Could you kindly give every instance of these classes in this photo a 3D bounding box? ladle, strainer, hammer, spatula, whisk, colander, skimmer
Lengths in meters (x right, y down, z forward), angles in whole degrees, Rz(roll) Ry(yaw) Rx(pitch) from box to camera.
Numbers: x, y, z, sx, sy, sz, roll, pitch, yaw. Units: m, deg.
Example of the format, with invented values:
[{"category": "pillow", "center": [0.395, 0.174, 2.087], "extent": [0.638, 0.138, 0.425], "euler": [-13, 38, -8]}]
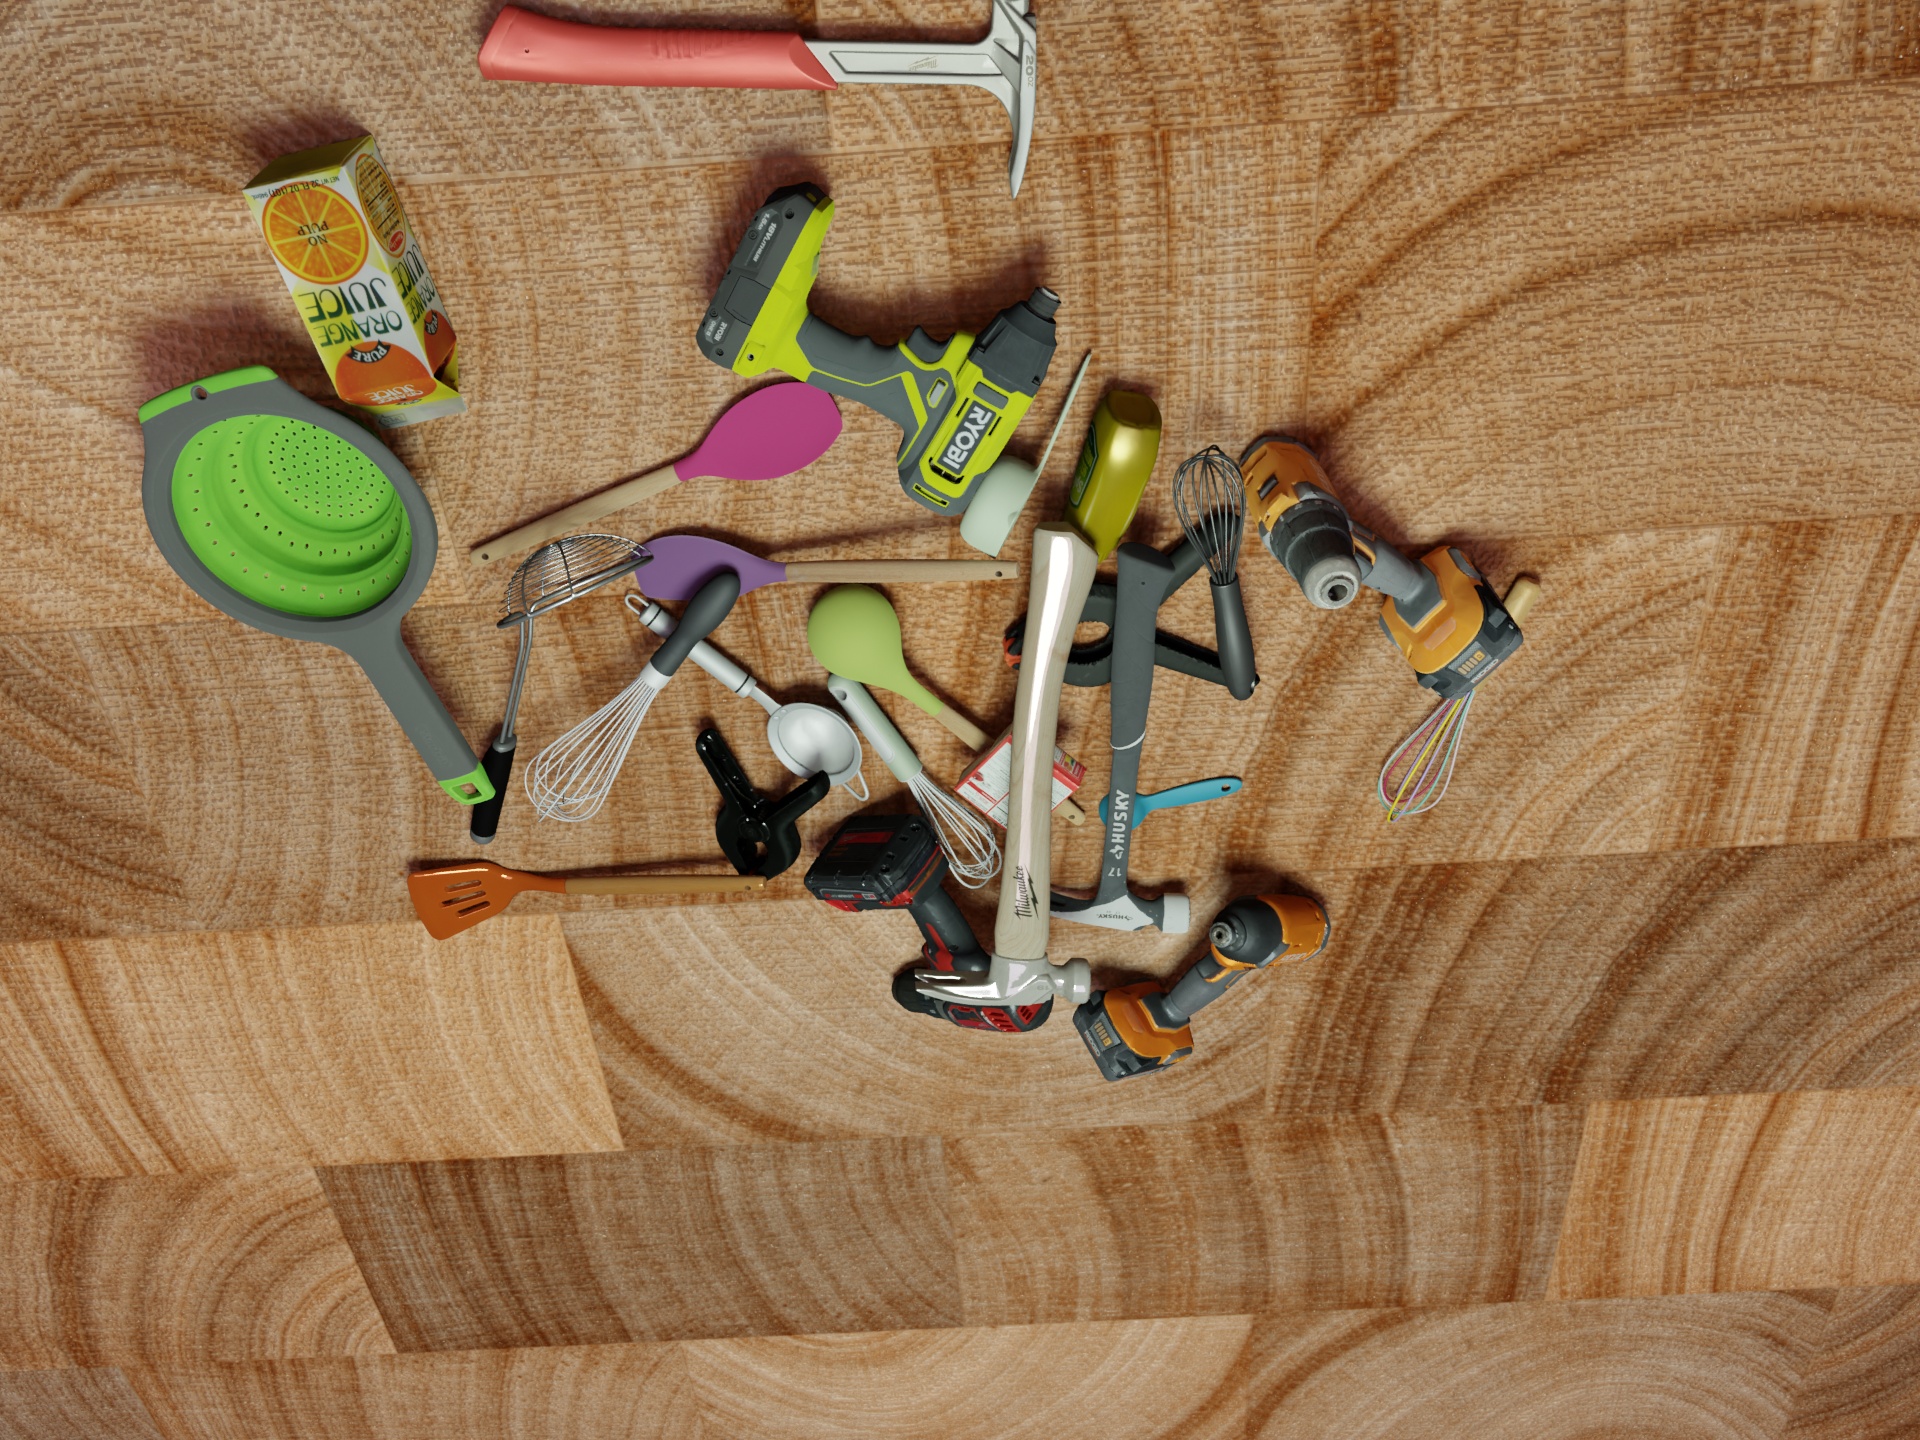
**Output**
[{"category": "ladle", "center": [-0.002, -0.004, 1.335], "extent": [0.078, 0.062, 0.319], "euler": [-36, 124, 25]}, {"category": "strainer", "center": [-0.170, -0.026, 1.313], "extent": [0.258, 0.050, 0.087], "euler": [38, 132, -17]}, {"category": "hammer", "center": [-0.130, -0.422, 1.040], "extent": [0.359, 0.037, 0.149], "euler": [0, 125, -1]}, {"category": "spatula", "center": [-0.331, 0.154, 1.422], "extent": [0.322, 0.041, 0.081], "euler": [-2, 125, 11]}, {"category": "hammer", "center": [0.132, 0.028, 1.318], "extent": [0.149, 0.036, 0.408], "euler": [2, 130, 3]}, {"category": "whisk", "center": [-0.039, 0.051, 1.364], "extent": [0.058, 0.059, 0.246], "euler": [-12, 125, 42]}, {"category": "whisk", "center": [-0.263, -0.015, 1.280], "extent": [0.070, 0.070, 0.284], "euler": [33, 115, -21]}, {"category": "hammer", "center": [0.047, 0.045, 1.254], "extent": [0.146, 0.038, 0.410], "euler": [2, 113, -6]}, {"category": "whisk", "center": [0.415, -0.014, 1.329], "extent": [0.047, 0.051, 0.244], "euler": [5, 123, -29]}, {"category": "colander", "center": [-0.457, -0.105, 1.224], "extent": [0.204, 0.095, 0.396], "euler": [-15, 126, 11]}, {"category": "skimmer", "center": [-0.339, -0.009, 1.291], "extent": [0.090, 0.127, 0.363], "euler": [36, 129, 13]}, {"category": "whisk", "center": [0.202, -0.106, 1.219], "extent": [0.055, 0.055, 0.238], "euler": [-12, 129, 8]}, {"category": "spatula", "center": [-0.109, -0.117, 1.225], "extent": [0.316, 0.018, 0.059], "euler": [2, 127, 16]}]

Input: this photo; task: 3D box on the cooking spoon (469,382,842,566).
[{"category": "cooking spoon", "center": [-0.239, -0.181, 1.217], "extent": [0.319, 0.017, 0.068], "euler": [-20, 122, 13]}]

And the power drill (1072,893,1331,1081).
[{"category": "power drill", "center": [0.211, 0.235, 1.433], "extent": [0.226, 0.084, 0.164], "euler": [-43, 153, 25]}]

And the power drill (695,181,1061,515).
[{"category": "power drill", "center": [-0.053, -0.267, 1.102], "extent": [0.223, 0.080, 0.171], "euler": [29, 116, -9]}]

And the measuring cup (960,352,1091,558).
[{"category": "measuring cup", "center": [0.047, -0.202, 1.184], "extent": [0.038, 0.083, 0.167], "euler": [26, 105, 0]}]

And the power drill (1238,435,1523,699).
[{"category": "power drill", "center": [0.311, -0.103, 1.176], "extent": [0.226, 0.186, 0.084], "euler": [31, 118, -23]}]

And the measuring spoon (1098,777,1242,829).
[{"category": "measuring spoon", "center": [0.184, 0.074, 1.393], "extent": [0.128, 0.021, 0.042], "euler": [-14, 124, 11]}]

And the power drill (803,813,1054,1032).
[{"category": "power drill", "center": [-0.039, 0.190, 1.416], "extent": [0.188, 0.080, 0.226], "euler": [-7, 128, 49]}]
